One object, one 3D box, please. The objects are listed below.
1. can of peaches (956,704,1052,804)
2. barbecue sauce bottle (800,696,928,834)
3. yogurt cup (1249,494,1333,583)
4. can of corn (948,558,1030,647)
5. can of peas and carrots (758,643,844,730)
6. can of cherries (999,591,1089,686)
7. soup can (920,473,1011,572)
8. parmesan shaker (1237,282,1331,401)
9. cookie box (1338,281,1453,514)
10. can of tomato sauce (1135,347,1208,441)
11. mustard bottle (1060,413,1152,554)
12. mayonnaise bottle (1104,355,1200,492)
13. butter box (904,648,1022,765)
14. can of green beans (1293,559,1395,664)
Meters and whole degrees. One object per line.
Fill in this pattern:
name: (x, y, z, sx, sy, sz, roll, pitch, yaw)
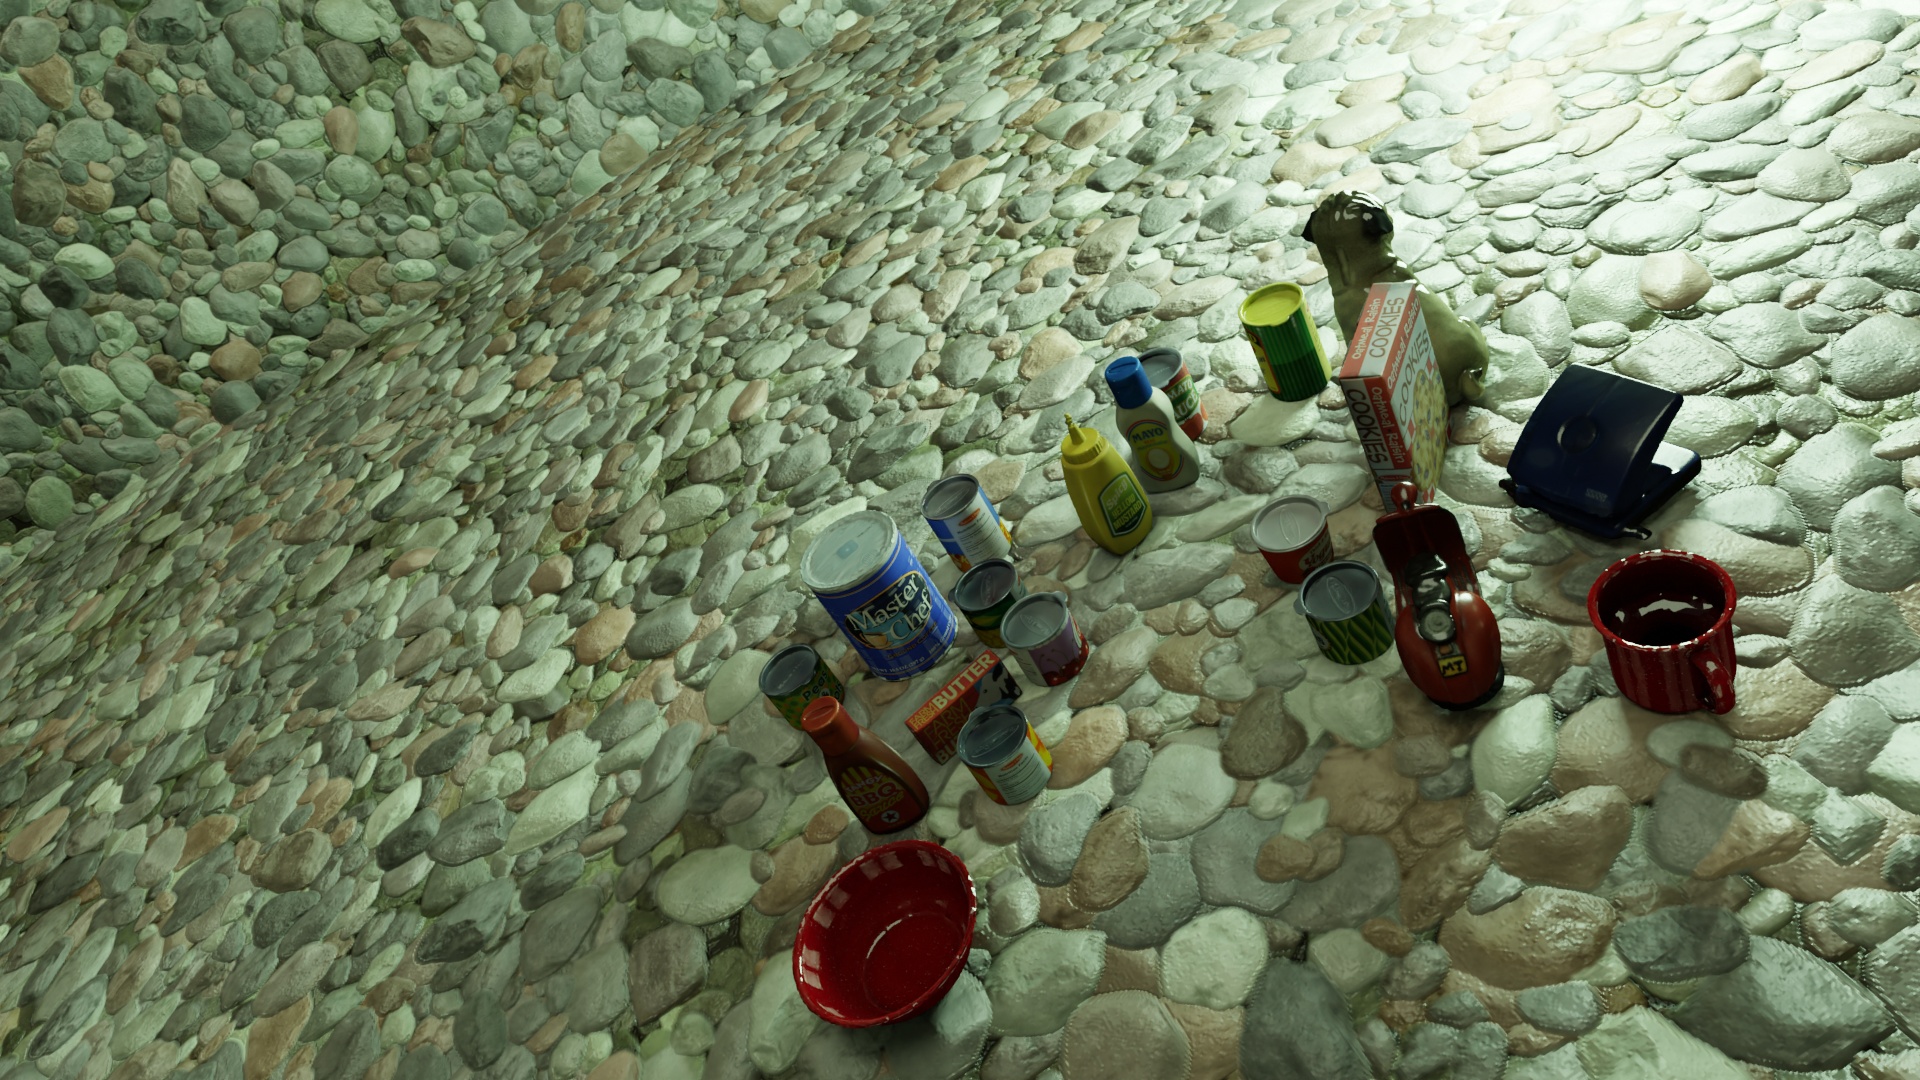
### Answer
can of peaches: (0.038, 0.183, 1.192, 0.071, 0.058, 0.071, -19, 38, 16)
barbecue sauce bottle: (-0.086, 0.192, 1.193, 0.065, 0.148, 0.044, -23, 37, 12)
yogurt cup: (0.295, 0.001, 1.222, 0.072, 0.053, 0.073, -19, 38, 16)
can of corn: (0.032, 0.062, 1.335, 0.071, 0.058, 0.071, -19, 38, 16)
can of peas and carrots: (-0.155, 0.145, 1.371, 0.071, 0.058, 0.071, -19, 38, 16)
can of cherries: (0.080, 0.089, 1.269, 0.071, 0.058, 0.072, -19, 38, 16)
soup can: (0.005, -0.018, 1.424, 0.071, 0.083, 0.072, -19, 38, 16)
parmesan shaker: (0.325, -0.195, 1.384, 0.071, 0.102, 0.072, -20, 38, 16)
cookie box: (0.380, -0.121, 1.206, 0.040, 0.166, 0.123, -1, 47, 35)
can of tomato sauce: (0.211, -0.145, 1.423, 0.071, 0.082, 0.071, -19, 38, 16)
mustard bottle: (0.130, -0.058, 1.317, 0.065, 0.159, 0.049, -43, 38, -15)
mayonnaise bottle: (0.183, -0.112, 1.352, 0.064, 0.147, 0.041, -15, 40, 22)
butter box: (0.003, 0.151, 1.257, 0.104, 0.053, 0.024, -40, 37, -11)
can of green beans: (0.317, 0.059, 1.136, 0.071, 0.057, 0.071, -19, 38, 16)
